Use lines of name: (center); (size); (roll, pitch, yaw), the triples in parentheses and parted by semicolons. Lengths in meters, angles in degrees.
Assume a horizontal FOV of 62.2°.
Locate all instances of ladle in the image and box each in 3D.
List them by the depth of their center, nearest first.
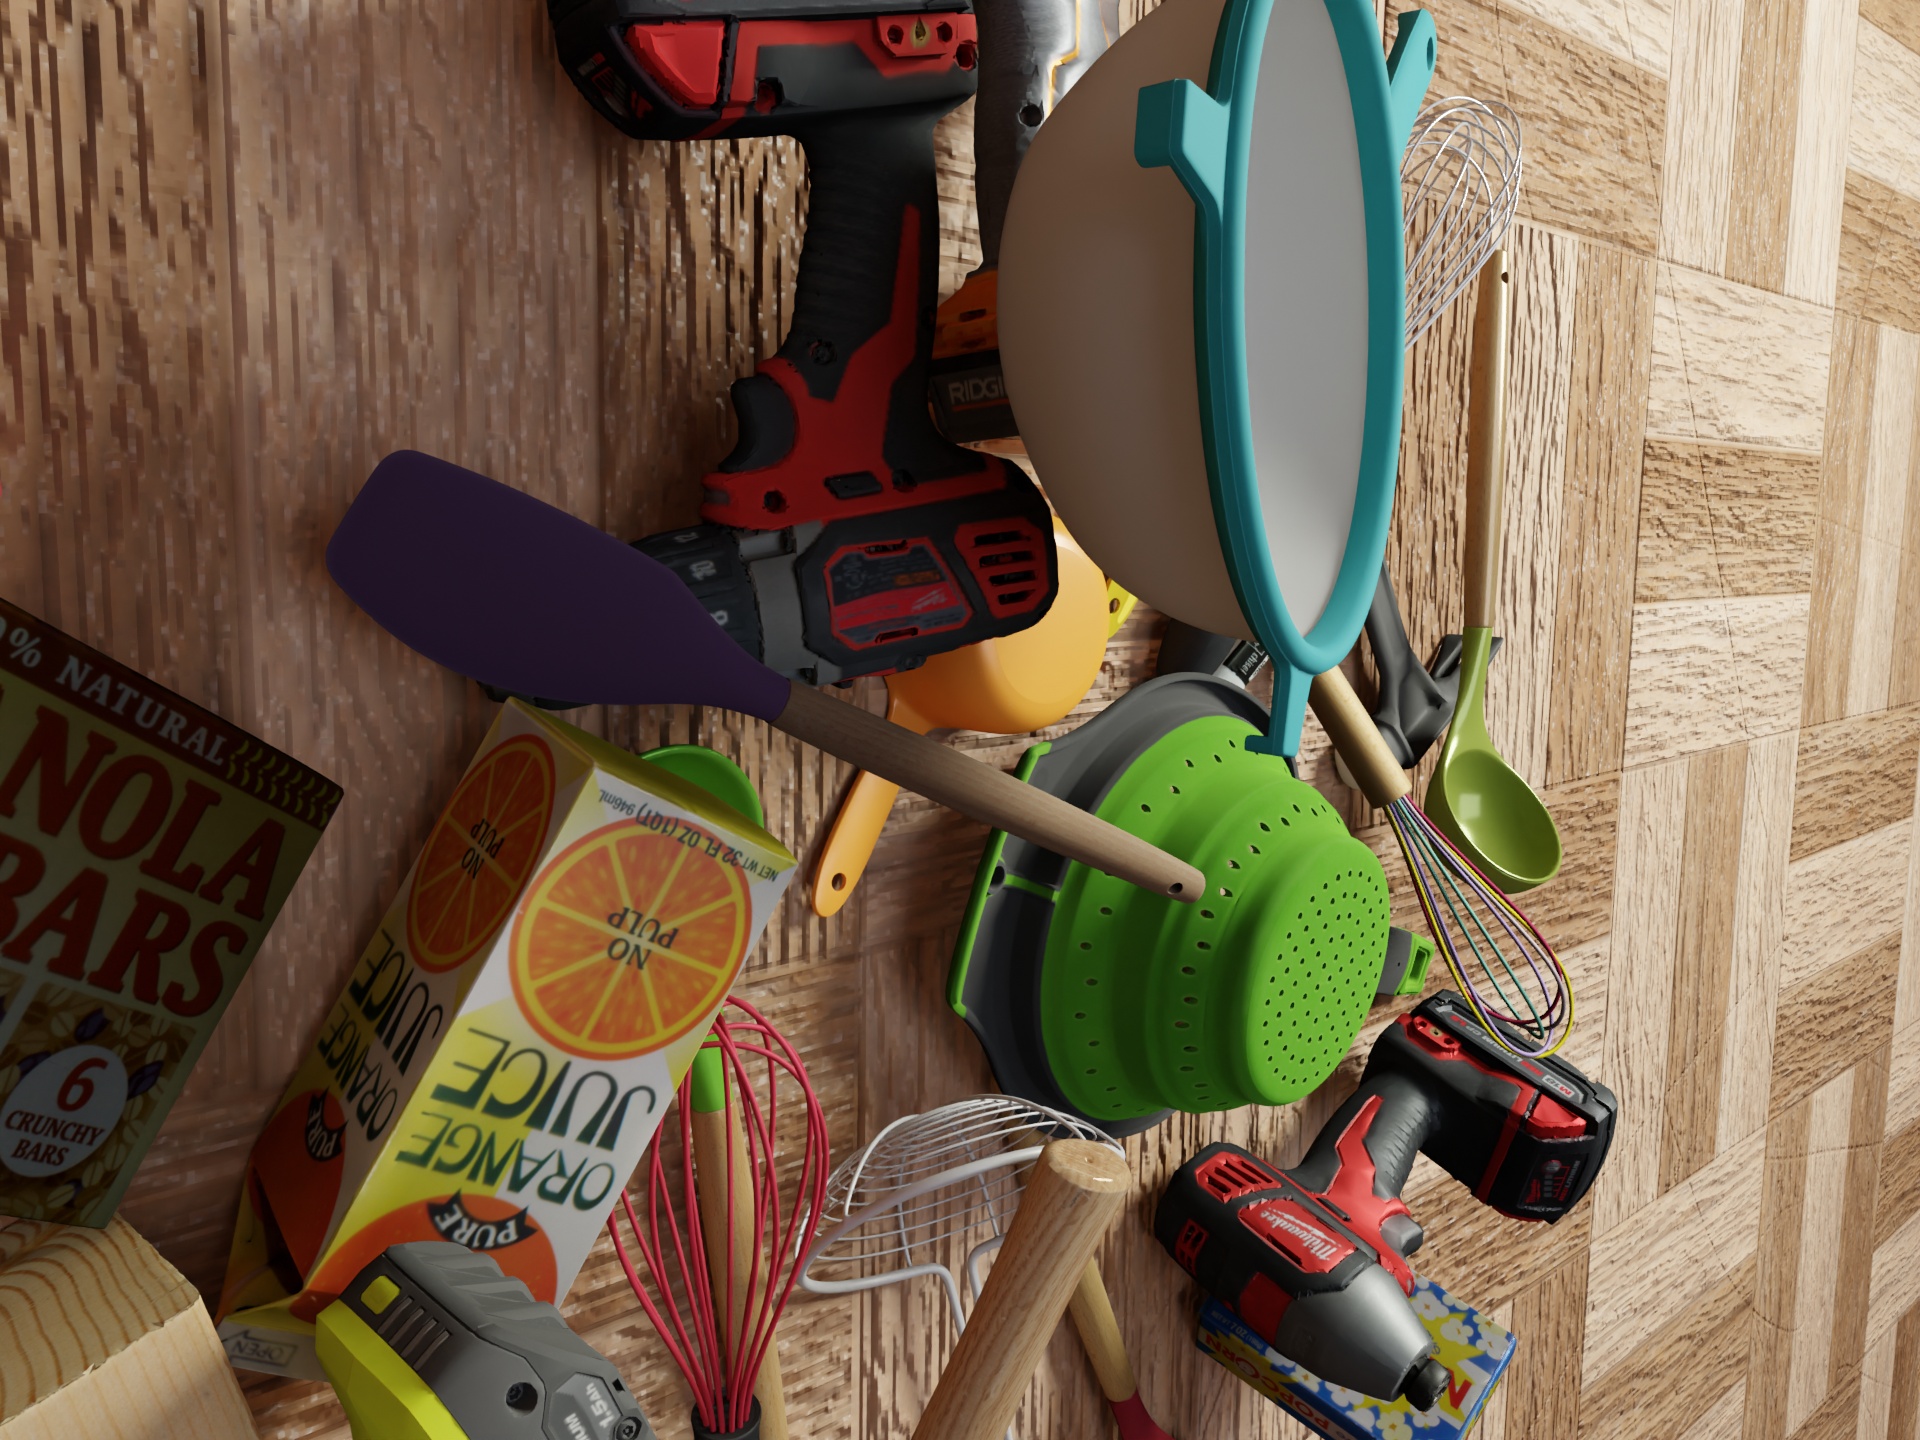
ladle: (0.065, 0.280, 0.714); (0.069, 0.031, 0.315); (-35, 117, -34)
ladle: (0.270, -0.073, 0.793); (0.078, 0.062, 0.320); (-2, 96, -37)

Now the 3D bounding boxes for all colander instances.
colander: (0.159, 0.105, 0.708); (0.396, 0.095, 0.204); (18, 90, -50)

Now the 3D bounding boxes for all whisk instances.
whisk: (-0.078, 0.214, 0.525); (0.073, 0.073, 0.295); (-20, 121, -41)
whisk: (0.158, -0.136, 0.686); (0.070, 0.070, 0.284); (21, 99, -44)
whisk: (0.221, 0.054, 0.763); (0.245, 0.047, 0.051); (58, 13, 0)

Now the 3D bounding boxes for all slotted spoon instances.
slotted spoon: (-0.084, 0.155, 0.550); (0.070, 0.031, 0.313); (-17, 110, -31)

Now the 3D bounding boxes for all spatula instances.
spatula: (-0.037, 0.005, 0.489); (0.315, 0.018, 0.059); (25, 118, -32)

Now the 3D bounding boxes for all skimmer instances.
skimmer: (0.021, 0.301, 0.629); (0.127, 0.090, 0.363); (-15, 110, -13)

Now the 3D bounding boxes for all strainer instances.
strainer: (0.090, -0.161, 0.521); (0.341, 0.095, 0.210); (-62, 145, -44)

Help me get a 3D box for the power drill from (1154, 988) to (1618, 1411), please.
power drill: (0.212, 0.227, 0.759); (0.219, 0.143, 0.078); (-22, 132, -38)

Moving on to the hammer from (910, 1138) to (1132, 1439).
hammer: (-0.022, 0.292, 0.556); (0.130, 0.031, 0.331); (10, 108, -45)

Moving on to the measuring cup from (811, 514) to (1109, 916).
measuring cup: (-0.001, -0.002, 0.589); (0.095, 0.052, 0.174); (41, 65, -40)

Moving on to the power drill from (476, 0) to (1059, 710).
power drill: (-0.068, -0.116, 0.481); (0.188, 0.080, 0.226); (-14, 107, -23)

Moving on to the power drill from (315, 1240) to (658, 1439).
power drill: (-0.166, 0.218, 0.319); (0.228, 0.080, 0.190); (-36, 119, -33)

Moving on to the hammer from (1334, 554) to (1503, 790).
hammer: (0.185, -0.132, 0.765); (0.127, 0.034, 0.336); (-43, 123, -30)

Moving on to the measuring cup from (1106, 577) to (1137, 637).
measuring cup: (0.083, -0.110, 0.683); (0.062, 0.029, 0.156); (21, 93, -46)

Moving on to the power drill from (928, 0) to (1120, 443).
power drill: (0.045, -0.225, 0.587); (0.164, 0.084, 0.226); (-19, 105, -42)
